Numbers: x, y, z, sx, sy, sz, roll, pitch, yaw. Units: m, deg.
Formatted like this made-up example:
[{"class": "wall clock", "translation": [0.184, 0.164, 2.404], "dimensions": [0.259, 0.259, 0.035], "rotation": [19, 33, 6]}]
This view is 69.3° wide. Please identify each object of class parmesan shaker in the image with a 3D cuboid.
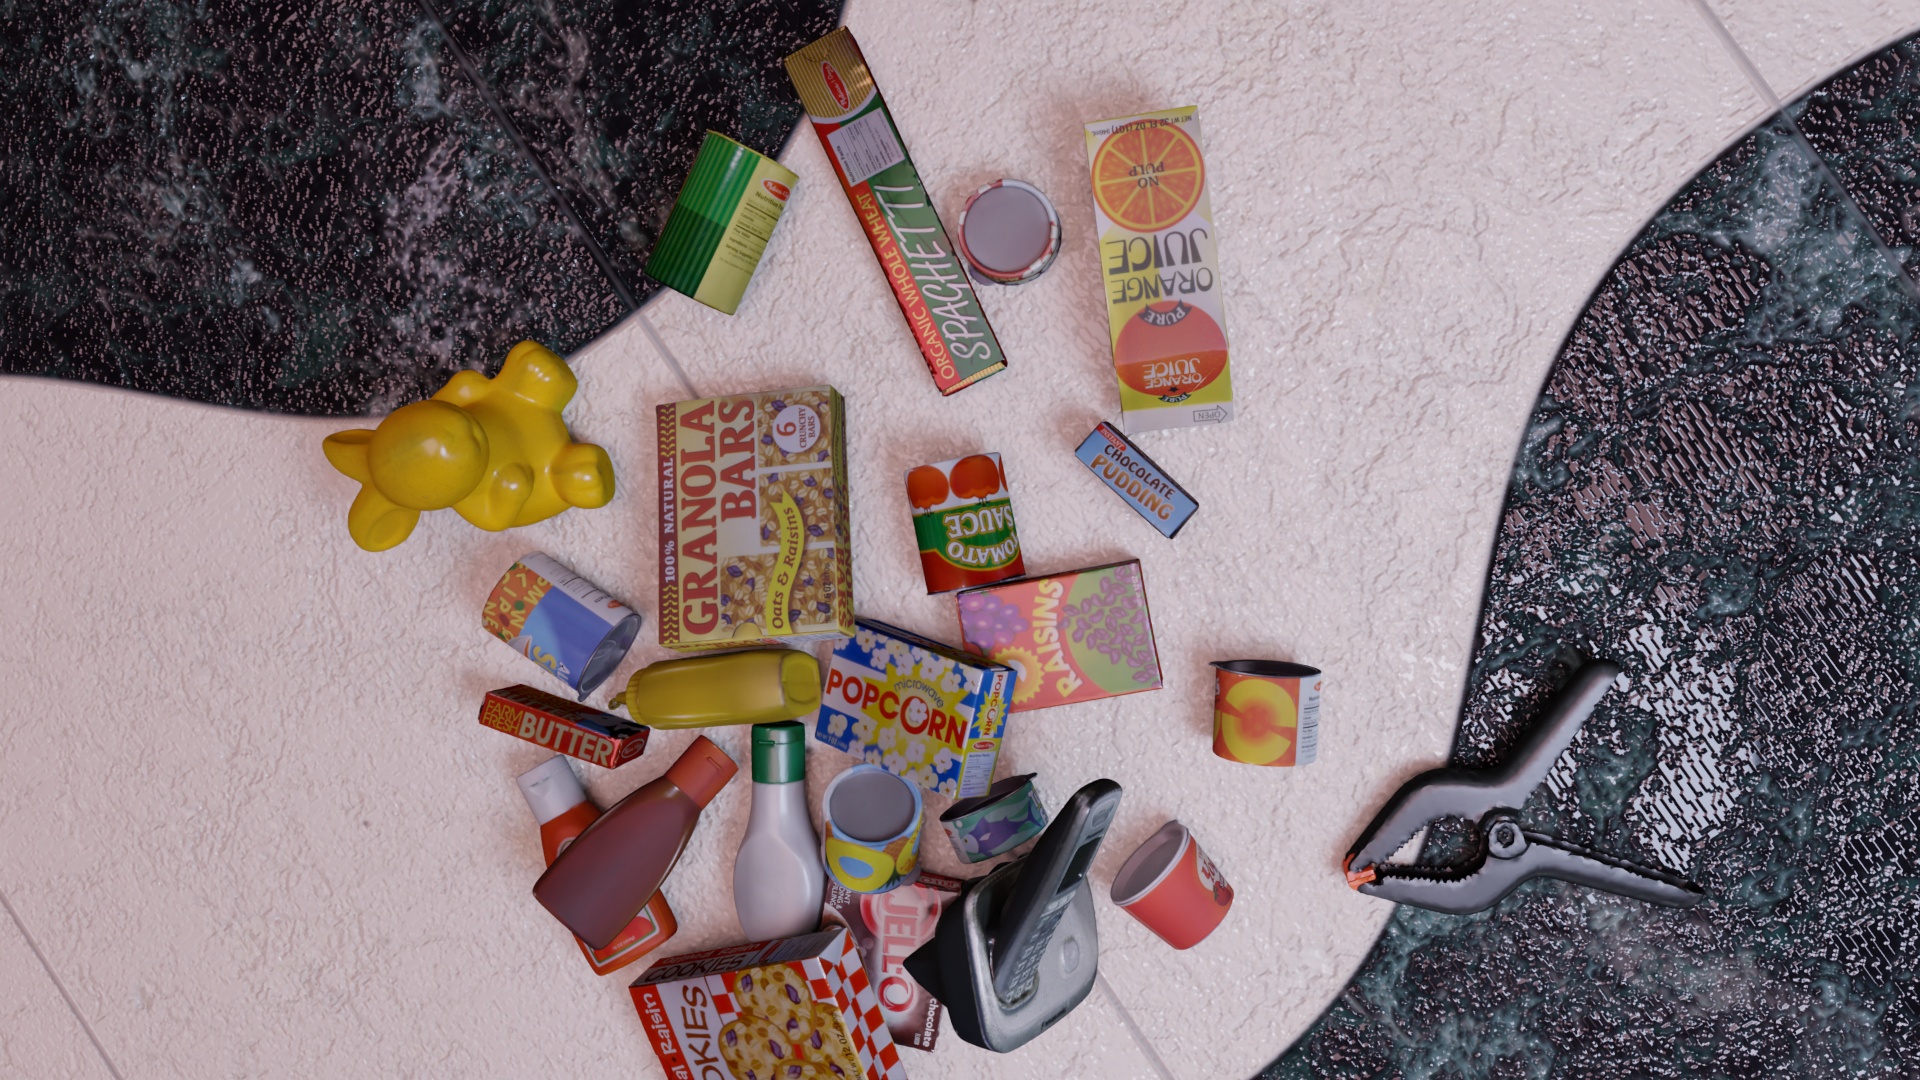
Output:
[{"class": "parmesan shaker", "translation": [-0.160, -0.210, 0.917], "dimensions": [0.071, 0.071, 0.103], "rotation": [28, 96, 6]}]

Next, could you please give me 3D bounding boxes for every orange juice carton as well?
[{"class": "orange juice carton", "translation": [0.126, -0.166, 0.877], "dimensions": [0.072, 0.073, 0.192], "rotation": [-7, 92, 8]}]

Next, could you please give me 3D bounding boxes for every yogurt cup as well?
[{"class": "yogurt cup", "translation": [0.139, 0.226, 0.896], "dimensions": [0.072, 0.072, 0.054], "rotation": [-44, 94, 8]}]

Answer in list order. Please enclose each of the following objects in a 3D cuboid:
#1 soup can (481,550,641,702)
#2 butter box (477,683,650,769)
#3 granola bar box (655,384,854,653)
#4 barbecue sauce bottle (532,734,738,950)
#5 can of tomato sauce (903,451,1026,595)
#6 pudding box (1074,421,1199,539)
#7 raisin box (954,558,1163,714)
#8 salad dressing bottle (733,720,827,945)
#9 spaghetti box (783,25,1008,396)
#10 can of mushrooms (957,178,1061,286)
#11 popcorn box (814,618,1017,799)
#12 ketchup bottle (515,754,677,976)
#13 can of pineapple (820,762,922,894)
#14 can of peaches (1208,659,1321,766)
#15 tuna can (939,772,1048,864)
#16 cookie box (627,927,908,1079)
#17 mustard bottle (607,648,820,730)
[{"class": "soup can", "translation": [-0.273, 0.058, 0.946], "dimensions": [0.084, 0.071, 0.071], "rotation": [32, 97, 6]}, {"class": "butter box", "translation": [-0.272, 0.127, 0.956], "dimensions": [0.103, 0.053, 0.024], "rotation": [17, 93, 7]}, {"class": "granola bar box", "translation": [-0.137, -0.014, 0.917], "dimensions": [0.124, 0.039, 0.166], "rotation": [-6, 78, 12]}, {"class": "barbecue sauce bottle", "translation": [-0.212, 0.197, 0.929], "dimensions": [0.065, 0.043, 0.149], "rotation": [45, 73, -9]}, {"class": "can of tomato sauce", "translation": [0.003, -0.011, 0.902], "dimensions": [0.071, 0.071, 0.083], "rotation": [-11, 90, 9]}, {"class": "pudding box", "translation": [0.114, -0.039, 0.895], "dimensions": [0.084, 0.050, 0.030], "rotation": [43, 99, 5]}, {"class": "raisin box", "translation": [0.065, 0.065, 0.912], "dimensions": [0.123, 0.040, 0.086], "rotation": [-10, 92, 9]}, {"class": "salad dressing bottle", "translation": [-0.123, 0.198, 0.942], "dimensions": [0.064, 0.044, 0.147], "rotation": [0, 91, 18]}, {"class": "spaghetti box", "translation": [-0.042, -0.216, 0.921], "dimensions": [0.050, 0.029, 0.250], "rotation": [-26, 88, 8]}, {"class": "can of mushrooms", "translation": [0.031, -0.200, 0.909], "dimensions": [0.071, 0.033, 0.071], "rotation": [0, 93, 7]}, {"class": "popcorn box", "translation": [-0.032, 0.107, 0.901], "dimensions": [0.127, 0.038, 0.085], "rotation": [16, 95, 37]}, {"class": "ketchup bottle", "translation": [-0.257, 0.221, 0.962], "dimensions": [0.065, 0.043, 0.149], "rotation": [-29, 87, -1]}, {"class": "can of pineapple", "translation": [-0.057, 0.189, 0.910], "dimensions": [0.071, 0.071, 0.057], "rotation": [13, 135, 7]}, {"class": "can of peaches", "translation": [0.192, 0.109, 0.883], "dimensions": [0.071, 0.071, 0.058], "rotation": [2, 94, 8]}, {"class": "tuna can", "translation": [0.025, 0.181, 0.909], "dimensions": [0.071, 0.071, 0.033], "rotation": [-25, 90, 9]}, {"class": "cookie box", "translation": [-0.128, 0.330, 0.915], "dimensions": [0.167, 0.040, 0.123], "rotation": [-18, 97, 29]}, {"class": "mustard bottle", "translation": [-0.175, 0.101, 0.934], "dimensions": [0.160, 0.065, 0.049], "rotation": [-7, 80, 23]}]
